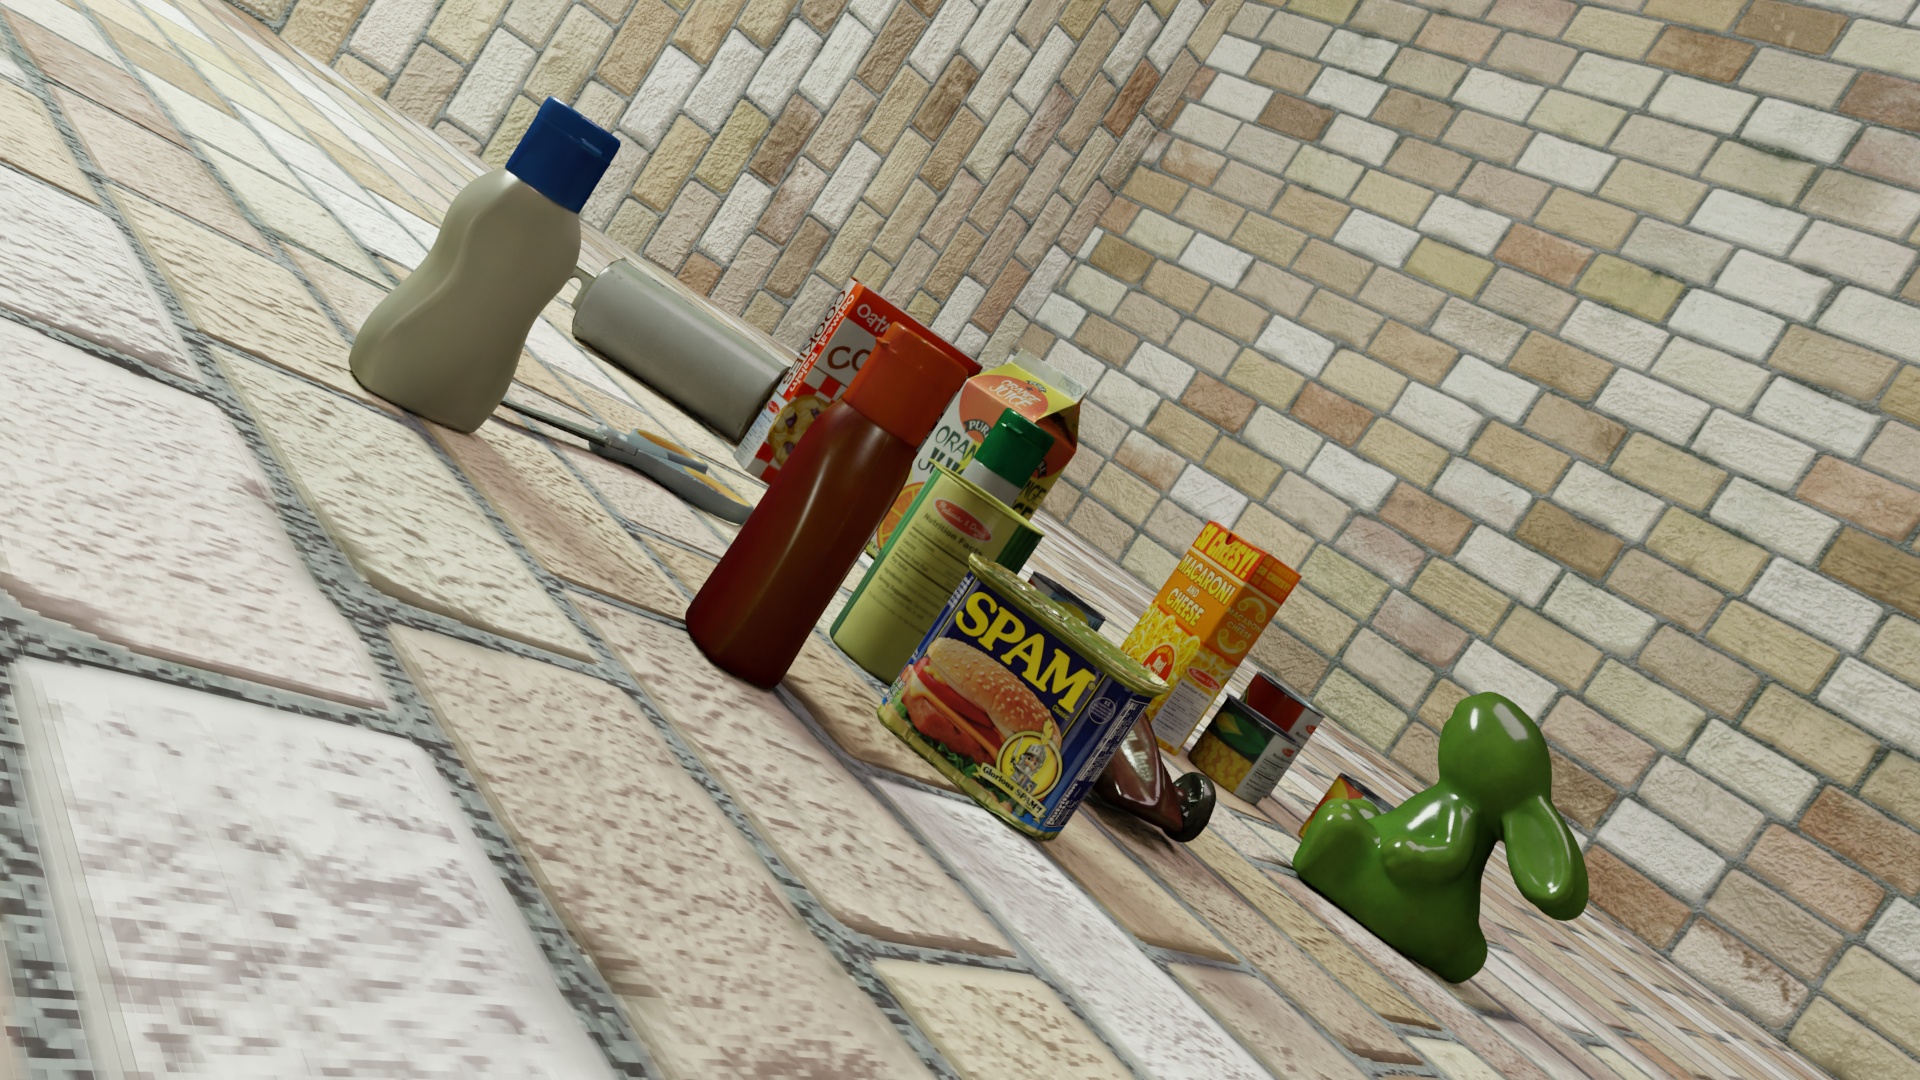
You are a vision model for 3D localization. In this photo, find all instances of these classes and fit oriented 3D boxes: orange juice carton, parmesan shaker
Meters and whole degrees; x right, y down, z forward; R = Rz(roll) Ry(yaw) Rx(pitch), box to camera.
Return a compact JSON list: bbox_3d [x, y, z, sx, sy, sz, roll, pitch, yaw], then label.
[{"bbox_3d":[0.017,-0.049,1.034,0.072,0.192,0.073,37,5,33],"label":"orange juice carton"},{"bbox_3d":[-0.015,0.020,0.707,0.071,0.103,0.071,34,5,-3],"label":"parmesan shaker"}]

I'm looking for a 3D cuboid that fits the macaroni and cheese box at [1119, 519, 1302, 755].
[{"bbox_3d":[0.183,0.072,1.092,0.040,0.166,0.124,33,5,-15],"label":"macaroni and cheese box"}]

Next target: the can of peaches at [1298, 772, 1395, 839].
[{"bbox_3d":[0.300,0.219,1.058,0.071,0.058,0.071,33,5,-3],"label":"can of peaches"}]

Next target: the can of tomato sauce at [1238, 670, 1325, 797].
[{"bbox_3d":[0.250,0.160,1.156,0.071,0.083,0.071,34,5,-3],"label":"can of tomato sauce"}]

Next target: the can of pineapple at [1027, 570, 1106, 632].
[{"bbox_3d":[0.068,0.065,1.046,0.071,0.058,0.071,33,5,-3],"label":"can of pineapple"}]

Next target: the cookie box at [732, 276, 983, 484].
[{"bbox_3d":[-0.079,-0.102,1.081,0.123,0.167,0.040,31,5,-31],"label":"cookie box"}]

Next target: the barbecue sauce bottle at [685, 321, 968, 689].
[{"bbox_3d":[-0.053,-0.016,0.554,0.043,0.148,0.065,32,5,-26],"label":"barbecue sauce bottle"}]

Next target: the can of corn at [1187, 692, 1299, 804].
[{"bbox_3d":[0.217,0.161,1.078,0.071,0.058,0.071,33,5,-3],"label":"can of corn"}]

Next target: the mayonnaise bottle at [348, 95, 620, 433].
[{"bbox_3d":[-0.203,-0.122,0.609,0.064,0.148,0.041,29,7,-47],"label":"mayonnaise bottle"}]

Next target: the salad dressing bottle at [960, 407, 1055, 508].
[{"bbox_3d":[0.003,-0.011,0.850,0.064,0.147,0.044,36,5,21],"label":"salad dressing bottle"}]
